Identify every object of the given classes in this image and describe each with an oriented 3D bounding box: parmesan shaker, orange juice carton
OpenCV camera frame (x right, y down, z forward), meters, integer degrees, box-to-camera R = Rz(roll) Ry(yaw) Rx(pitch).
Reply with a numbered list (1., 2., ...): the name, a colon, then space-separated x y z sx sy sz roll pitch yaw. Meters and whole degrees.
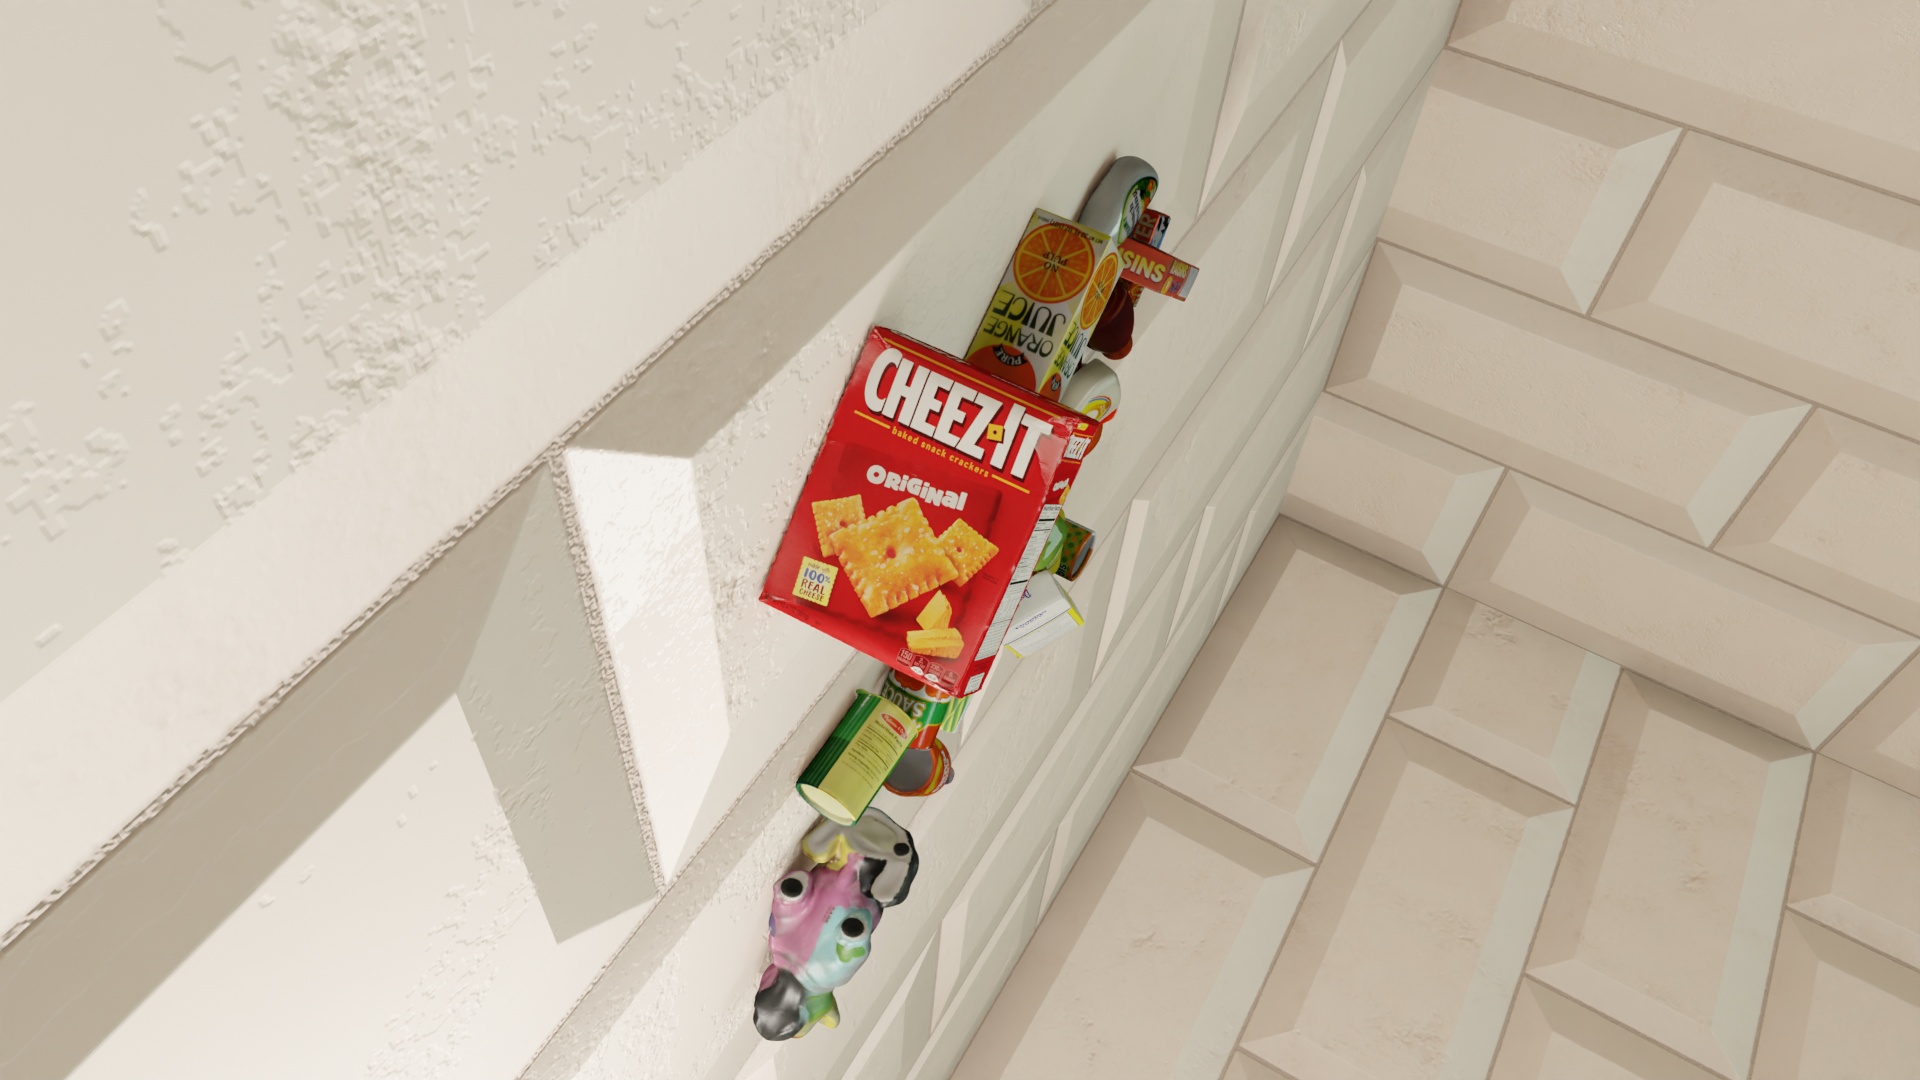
1. parmesan shaker: -0.095 0.195 1.246 0.103 0.071 0.071 -53 160 -29
2. orange juice carton: 0.061 -0.170 1.166 0.192 0.072 0.073 -65 163 0

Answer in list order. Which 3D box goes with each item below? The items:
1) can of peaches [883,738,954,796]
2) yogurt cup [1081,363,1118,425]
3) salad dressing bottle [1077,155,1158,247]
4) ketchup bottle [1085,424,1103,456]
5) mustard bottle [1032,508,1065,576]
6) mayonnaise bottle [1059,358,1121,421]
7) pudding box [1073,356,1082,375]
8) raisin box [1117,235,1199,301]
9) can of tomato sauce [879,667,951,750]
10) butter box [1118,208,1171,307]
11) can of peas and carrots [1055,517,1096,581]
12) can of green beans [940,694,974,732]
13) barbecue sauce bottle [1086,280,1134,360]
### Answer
1. can of peaches: -0.046 0.232 1.432 0.071 0.071 0.058 -63 162 -3
2. yogurt cup: 0.117 -0.137 1.397 0.054 0.072 0.072 -39 152 -30
3. salad dressing bottle: 0.127 -0.281 1.252 0.148 0.044 0.064 -57 159 -21
4. ketchup bottle: 0.101 -0.095 1.445 0.149 0.043 0.064 -40 150 -53
5. mustard bottle: 0.087 0.008 1.544 0.065 0.049 0.159 -55 161 -19
6. mayonnaise bottle: 0.087 -0.108 1.319 0.148 0.041 0.064 -40 153 -14
7. pudding box: 0.095 -0.176 1.331 0.050 0.030 0.083 -52 160 -30
8. raisin box: 0.176 -0.268 1.345 0.040 0.086 0.123 -66 163 14
9. can of tomato sauce: -0.043 0.149 1.328 0.083 0.071 0.071 -69 163 12
10. butter box: 0.185 -0.293 1.443 0.053 0.024 0.103 -21 135 -67
11. can of peas and carrots: 0.118 0.009 1.623 0.071 0.059 0.070 -54 160 -30
12. can of green beans: -0.022 0.153 1.399 0.058 0.071 0.071 -64 163 1
13. barbecue sauce bottle: 0.149 -0.218 1.407 0.065 0.044 0.148 -46 165 4
